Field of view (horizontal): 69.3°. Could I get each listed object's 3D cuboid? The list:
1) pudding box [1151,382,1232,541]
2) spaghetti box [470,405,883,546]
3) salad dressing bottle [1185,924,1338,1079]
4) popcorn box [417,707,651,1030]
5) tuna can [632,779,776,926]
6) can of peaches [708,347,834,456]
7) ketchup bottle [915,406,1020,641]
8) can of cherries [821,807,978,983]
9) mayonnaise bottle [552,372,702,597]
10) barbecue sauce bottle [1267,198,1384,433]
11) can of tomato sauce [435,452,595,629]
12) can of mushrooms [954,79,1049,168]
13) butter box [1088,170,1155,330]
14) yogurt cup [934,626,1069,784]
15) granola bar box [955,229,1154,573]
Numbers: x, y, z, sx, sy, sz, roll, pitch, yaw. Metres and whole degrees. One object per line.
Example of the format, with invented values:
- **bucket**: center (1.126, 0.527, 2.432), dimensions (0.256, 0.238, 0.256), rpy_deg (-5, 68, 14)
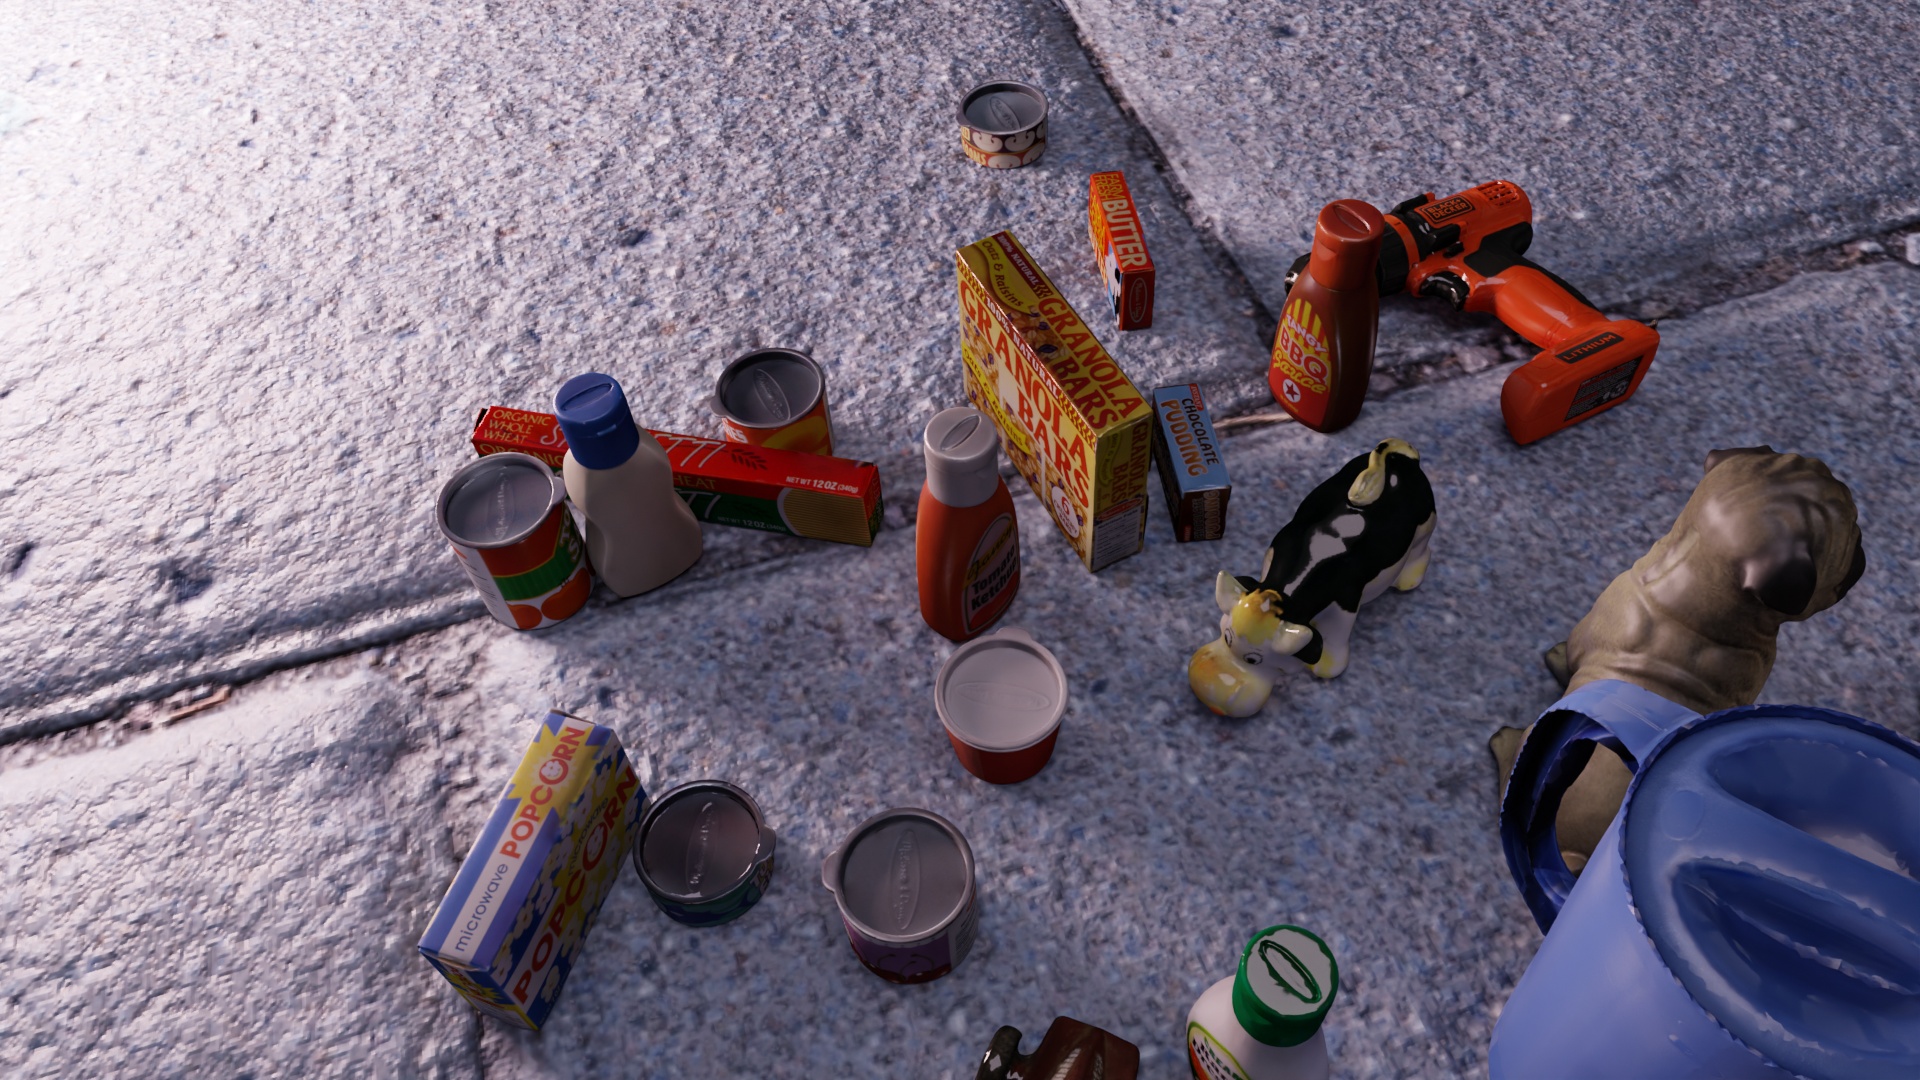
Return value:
- **pudding box**: center (0.135, -0.047, 0.820), dimensions (0.030, 0.049, 0.084), rpy_deg (-7, 53, -2)
- **spaghetti box**: center (-0.171, -0.039, 0.832), dimensions (0.250, 0.050, 0.029), rpy_deg (9, 54, 10)
- **salad dressing bottle**: center (0.126, 0.202, 0.574), dimensions (0.044, 0.147, 0.064), rpy_deg (-33, 58, -19)
- **popcorn box**: center (-0.199, 0.158, 0.665), dimensions (0.038, 0.084, 0.127), rpy_deg (13, 55, 13)
- **tuna can**: center (-0.125, 0.156, 0.694), dimensions (0.071, 0.032, 0.071), rpy_deg (-2, 53, 2)
- **can of peaches**: center (-0.115, -0.074, 0.850), dimensions (0.071, 0.057, 0.071), rpy_deg (-2, 53, 2)
- **ketchup bottle**: center (0.003, -0.009, 0.738), dimensions (0.043, 0.148, 0.065), rpy_deg (32, 61, 24)
- **can of cherries**: center (-0.027, 0.169, 0.663), dimensions (0.071, 0.058, 0.072), rpy_deg (-2, 53, 2)
- **mayonnaise bottle**: center (-0.186, -0.030, 0.765), dimensions (0.065, 0.147, 0.041), rpy_deg (-30, 57, -17)
- **barbecue sauce bottle**: center (0.218, -0.132, 0.818), dimensions (0.044, 0.147, 0.065), rpy_deg (-28, 57, -16)
- **can of tomato sauce**: center (-0.247, 0.001, 0.786), dimensions (0.071, 0.082, 0.071), rpy_deg (-2, 53, 2)
- **can of mushrooms**: center (0.030, -0.309, 1.033), dimensions (0.071, 0.033, 0.071), rpy_deg (-2, 53, 2)
- **butter box**: center (0.107, -0.195, 0.931), dimensions (0.024, 0.052, 0.104), rpy_deg (-8, 53, -3)
- **yogurt cup**: center (0.022, 0.091, 0.722), dimensions (0.072, 0.053, 0.073), rpy_deg (-2, 53, 2)
- **granola bar box**: center (0.052, -0.081, 0.805), dimensions (0.039, 0.123, 0.166), rpy_deg (-23, 55, -13)
